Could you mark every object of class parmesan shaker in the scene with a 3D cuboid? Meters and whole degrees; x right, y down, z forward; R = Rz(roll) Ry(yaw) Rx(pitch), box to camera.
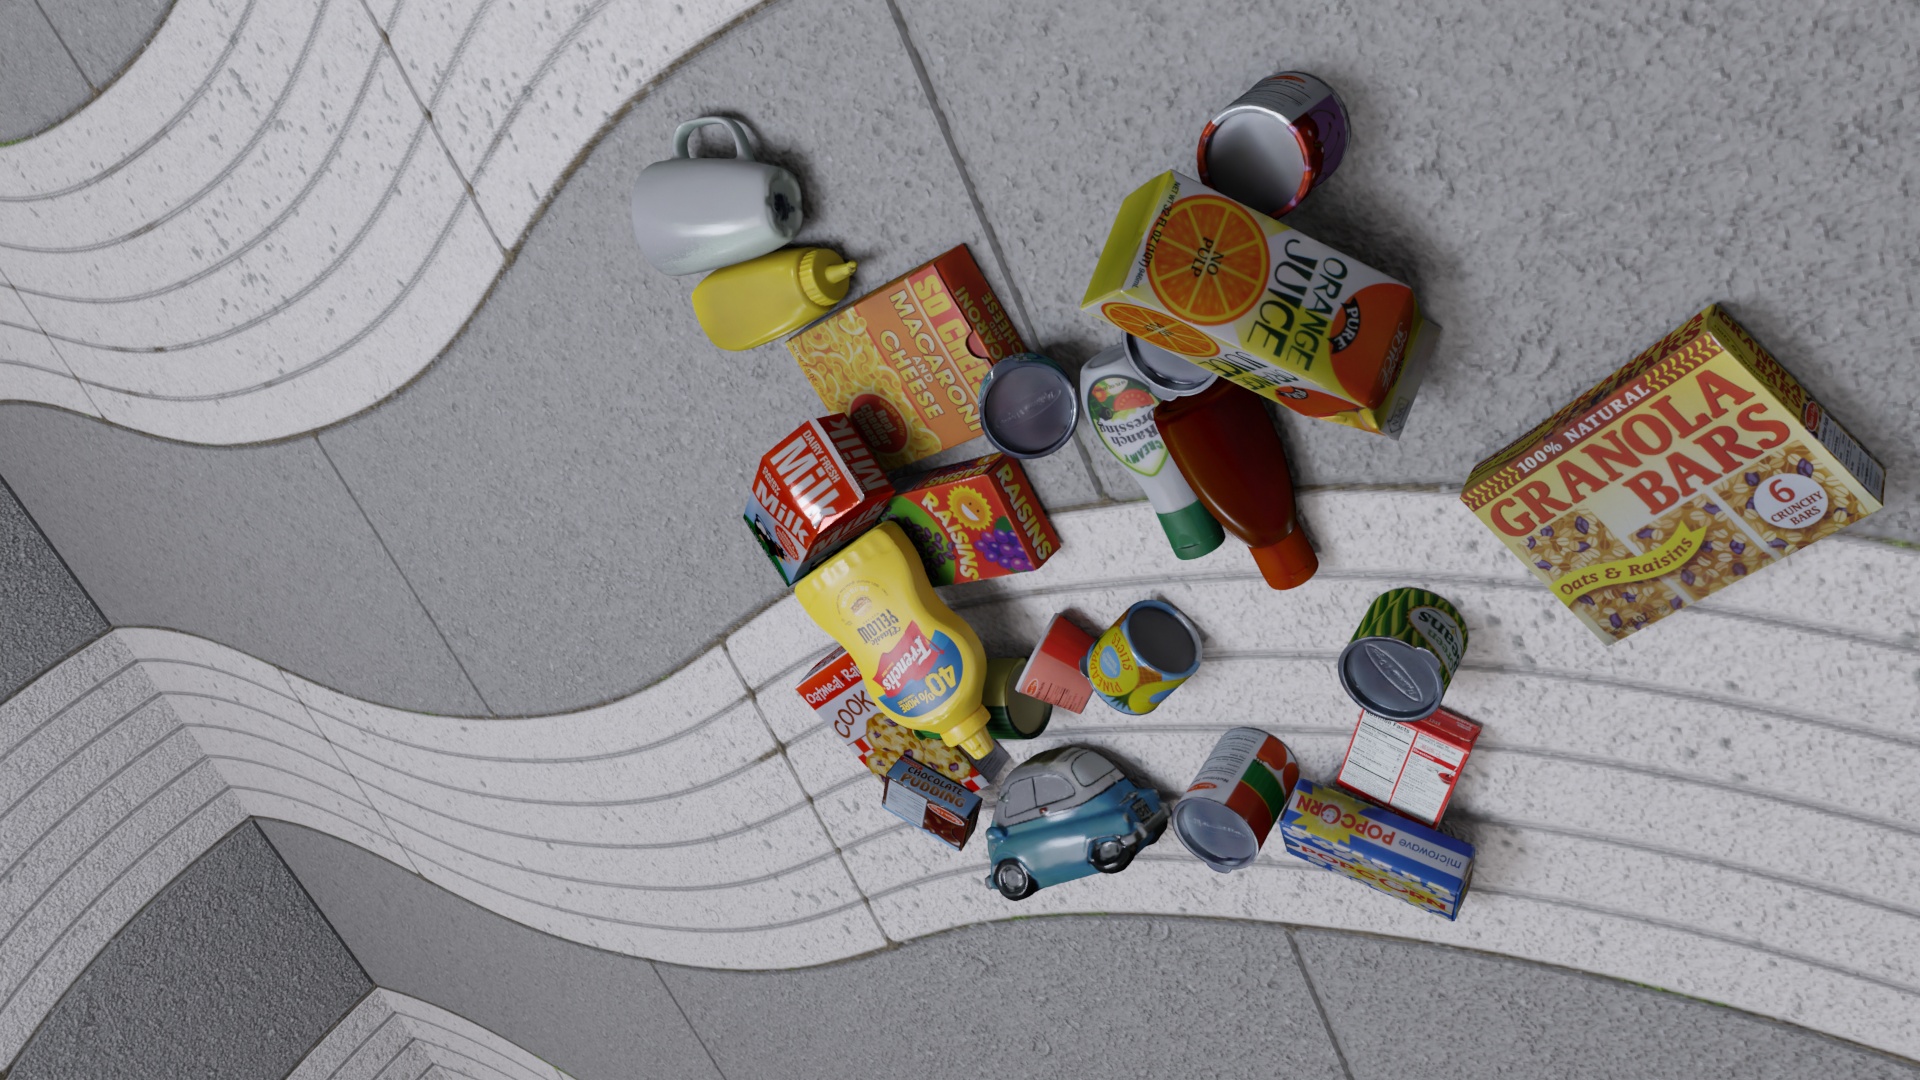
[{"bbox_3d":[0.015,0.131,1.127,0.103,0.072,0.071,-6,118,40],"label":"parmesan shaker"}]

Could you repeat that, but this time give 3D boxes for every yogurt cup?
[{"bbox_3d":[0.080,0.096,1.056,0.054,0.073,0.072,27,135,7],"label":"yogurt cup"}]

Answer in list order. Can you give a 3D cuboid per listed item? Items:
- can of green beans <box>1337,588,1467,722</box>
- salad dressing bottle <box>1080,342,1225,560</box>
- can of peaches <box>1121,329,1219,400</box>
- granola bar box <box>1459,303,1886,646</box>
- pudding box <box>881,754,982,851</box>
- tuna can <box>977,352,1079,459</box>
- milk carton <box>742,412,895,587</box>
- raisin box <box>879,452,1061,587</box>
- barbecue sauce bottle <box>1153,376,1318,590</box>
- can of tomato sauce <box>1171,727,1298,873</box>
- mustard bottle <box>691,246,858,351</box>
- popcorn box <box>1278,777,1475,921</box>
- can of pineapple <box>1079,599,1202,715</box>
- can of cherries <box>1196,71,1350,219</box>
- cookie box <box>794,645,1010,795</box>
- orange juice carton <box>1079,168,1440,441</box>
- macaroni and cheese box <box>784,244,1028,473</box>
[{"bbox_3d":[0.282,0.072,0.883,0.071,0.058,0.071,21,132,25],"label":"can of green beans"},{"bbox_3d":[0.130,-0.057,0.913,0.064,0.044,0.147,-16,111,34],"label":"salad dressing bottle"},{"bbox_3d":[0.139,-0.128,0.841,0.071,0.058,0.070,20,132,24],"label":"can of peaches"},{"bbox_3d":[0.376,-0.030,0.746,0.124,0.039,0.164,45,138,0],"label":"granola bar box"},{"bbox_3d":[-0.025,0.228,1.205,0.084,0.030,0.049,26,134,17],"label":"pudding box"},{"bbox_3d":[0.043,-0.091,0.917,0.071,0.033,0.070,-1,109,-2],"label":"tuna can"},{"bbox_3d":[-0.106,-0.033,1.040,0.072,0.074,0.190,56,159,7],"label":"milk carton"},{"bbox_3d":[0.004,-0.013,1.049,0.123,0.040,0.086,-11,113,44],"label":"raisin box"},{"bbox_3d":[0.182,-0.035,0.882,0.148,0.065,0.044,57,-179,-23],"label":"barbecue sauce bottle"},{"bbox_3d":[0.203,0.189,1.016,0.071,0.083,0.070,21,132,25],"label":"can of tomato sauce"},{"bbox_3d":[-0.128,-0.182,1.015,0.160,0.049,0.065,-7,115,40],"label":"mustard bottle"},{"bbox_3d":[0.293,0.218,0.976,0.127,0.038,0.085,20,161,25],"label":"popcorn box"},{"bbox_3d":[0.131,0.085,1.002,0.071,0.071,0.057,41,136,5],"label":"can of pineapple"},{"bbox_3d":[0.170,-0.210,0.753,0.071,0.059,0.071,20,131,25],"label":"can of cherries"},{"bbox_3d":[-0.053,0.159,1.226,0.167,0.040,0.122,48,138,-5],"label":"cookie box"},{"bbox_3d":[0.172,-0.124,0.764,0.193,0.072,0.073,23,176,-11],"label":"orange juice carton"},{"bbox_3d":[-0.033,-0.123,0.992,0.166,0.040,0.123,-18,110,45],"label":"macaroni and cheese box"}]
